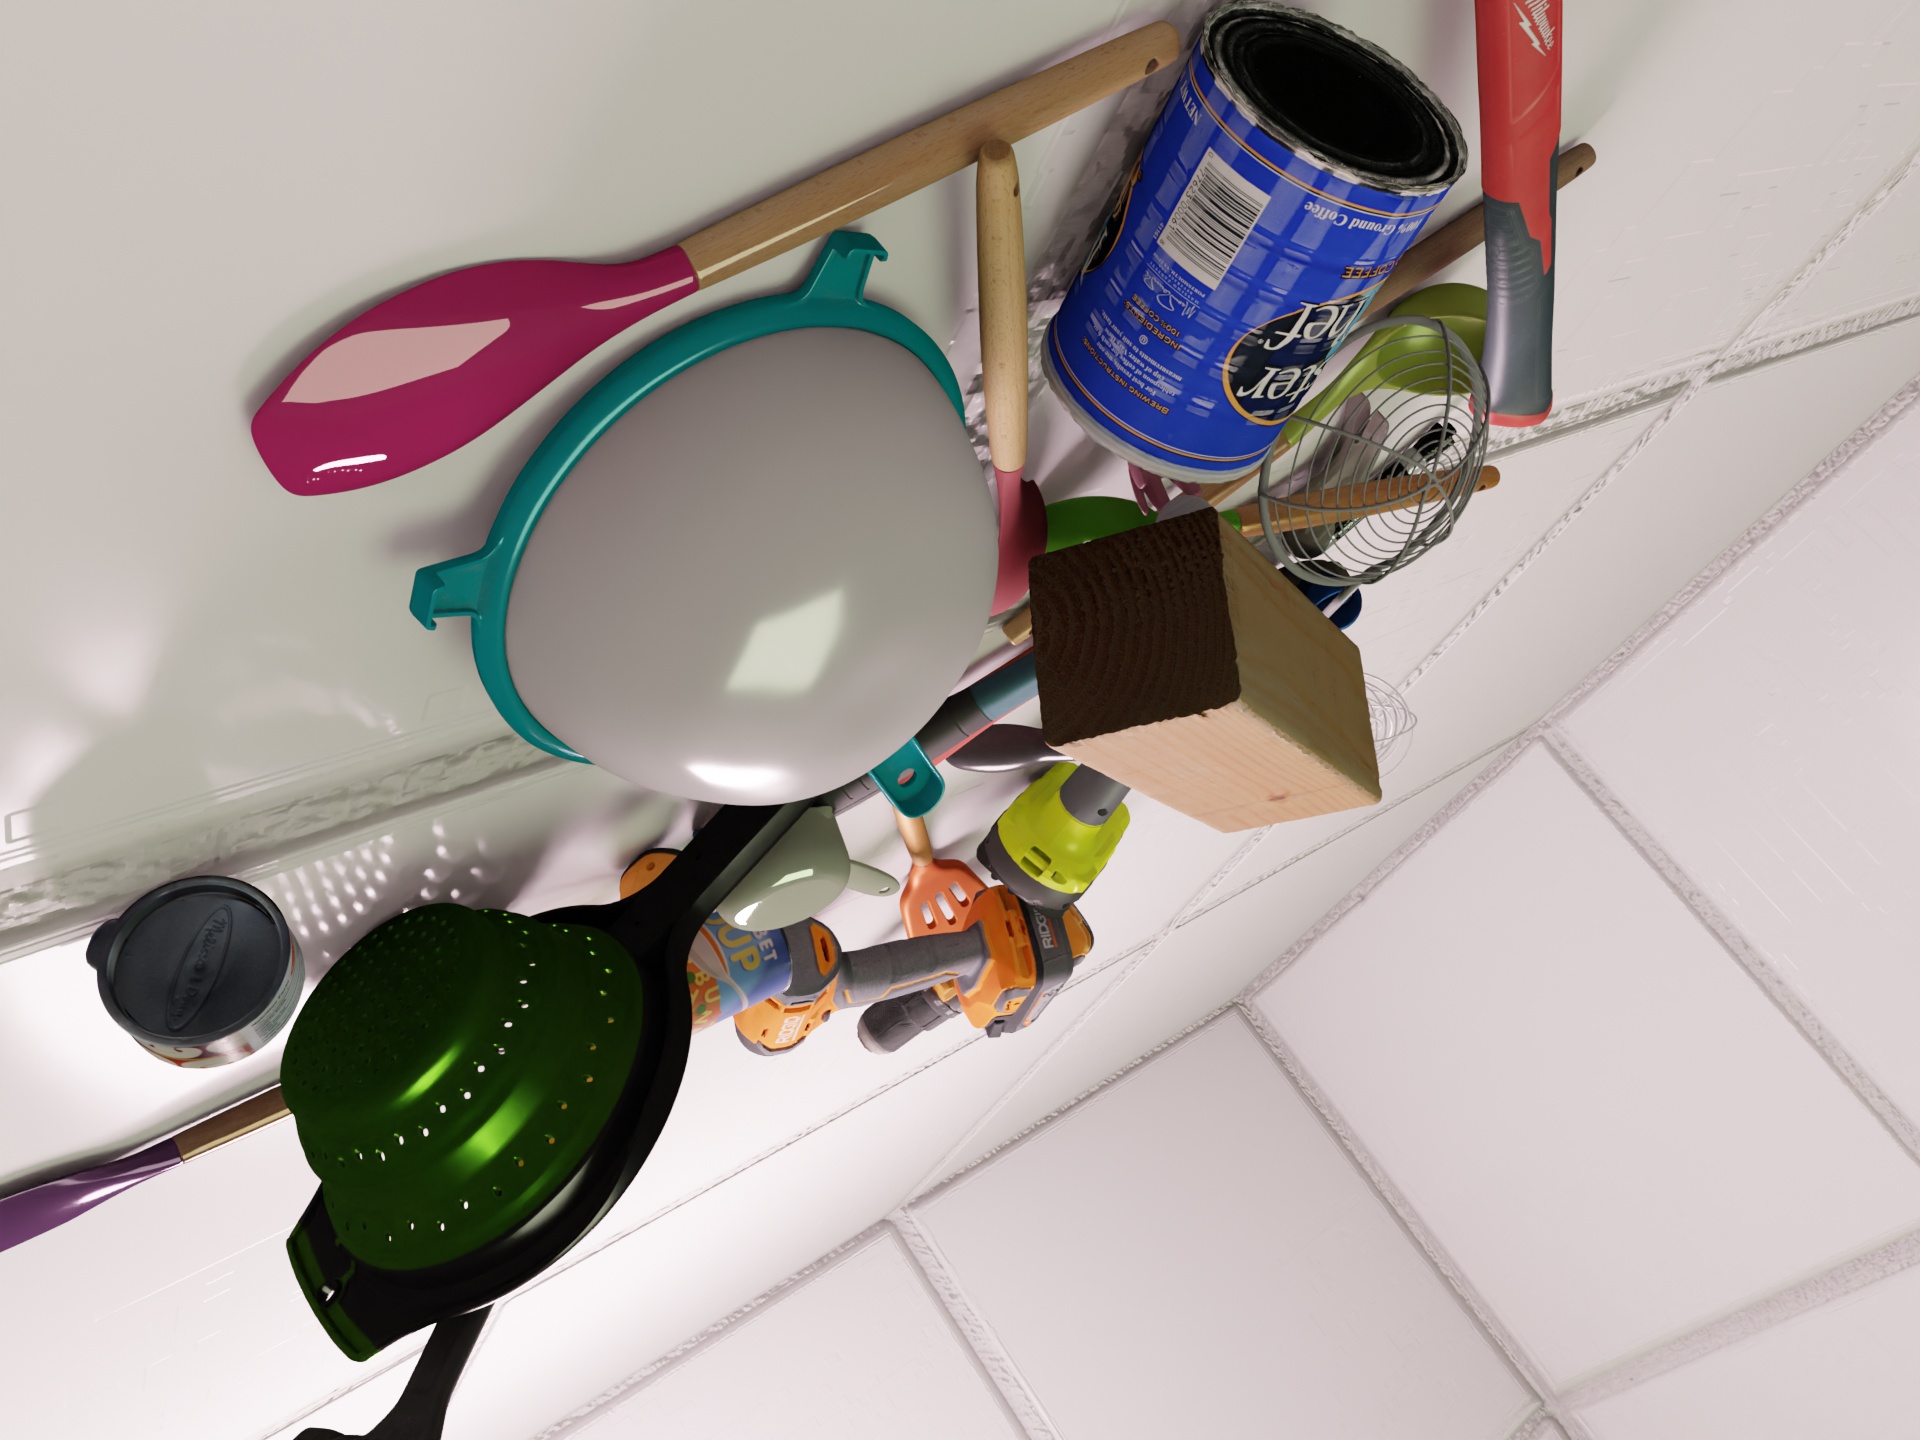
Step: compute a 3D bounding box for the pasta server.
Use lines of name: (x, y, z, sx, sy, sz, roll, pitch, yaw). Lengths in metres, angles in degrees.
pasta server: (0.204, -0.204, 0.795, 0.316, 0.040, 0.060, -34, 152, -12)

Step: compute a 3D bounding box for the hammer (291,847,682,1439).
hammer: (-0.186, 0.196, 0.736, 0.127, 0.337, 0.034, -8, 133, 29)

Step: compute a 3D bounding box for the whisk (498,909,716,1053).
whisk: (-0.171, 0.114, 0.872, 0.239, 0.055, 0.055, -31, 161, -30)

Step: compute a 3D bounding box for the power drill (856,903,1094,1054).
power drill: (0.016, 0.211, 1.348, 0.185, 0.084, 0.226, -39, 166, 9)

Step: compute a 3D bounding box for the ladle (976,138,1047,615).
ladle: (0.018, -0.121, 0.640, 0.315, 0.031, 0.069, 83, 27, -69)

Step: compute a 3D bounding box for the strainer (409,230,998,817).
strainer: (-0.042, -0.011, 0.629, 0.211, 0.095, 0.340, -41, 150, -5)

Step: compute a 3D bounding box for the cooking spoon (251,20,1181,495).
cooking spoon: (-0.061, -0.149, 0.486, 0.319, 0.017, 0.068, -31, 159, -16)

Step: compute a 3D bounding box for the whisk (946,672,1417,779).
whisk: (0.121, 0.010, 0.933, 0.284, 0.070, 0.070, -4, 172, 21)

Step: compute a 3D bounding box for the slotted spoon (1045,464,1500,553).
slotted spoon: (0.168, -0.110, 0.851, 0.313, 0.031, 0.070, -12, 152, -24)

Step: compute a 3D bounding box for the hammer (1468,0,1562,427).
hammer: (0.249, -0.249, 0.674, 0.143, 0.038, 0.386, -38, 151, 1)

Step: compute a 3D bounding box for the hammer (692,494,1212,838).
hammer: (-0.001, -0.003, 0.833, 0.331, 0.033, 0.128, -30, 155, 10)

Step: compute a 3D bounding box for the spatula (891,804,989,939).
spatula: (-0.023, 0.094, 1.093, 0.081, 0.041, 0.322, -33, 160, -8)

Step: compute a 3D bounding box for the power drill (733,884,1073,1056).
power drill: (-0.051, 0.187, 1.132, 0.226, 0.084, 0.164, -4, 150, -20)

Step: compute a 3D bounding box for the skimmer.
skimmer: (0.182, -0.085, 0.849, 0.127, 0.090, 0.363, -32, 169, -11)

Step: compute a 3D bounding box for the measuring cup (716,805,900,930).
measuring cup: (-0.073, 0.092, 0.865, 0.083, 0.038, 0.167, -33, 152, 17)

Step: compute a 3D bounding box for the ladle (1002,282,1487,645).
ladle: (0.161, -0.131, 0.869, 0.320, 0.062, 0.078, -36, 150, 5)

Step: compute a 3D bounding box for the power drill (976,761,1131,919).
power drill: (0.115, 0.021, 1.087, 0.223, 0.080, 0.171, -54, 173, 35)

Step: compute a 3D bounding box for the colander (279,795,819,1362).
colander: (-0.177, 0.091, 0.730, 0.397, 0.205, 0.094, -48, 129, -16)

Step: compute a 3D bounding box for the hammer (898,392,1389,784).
hammer: (0.096, -0.066, 0.935, 0.359, 0.037, 0.149, -32, 161, -15)

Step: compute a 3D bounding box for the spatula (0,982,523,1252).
spatula: (-0.358, 0.198, 0.780, 0.316, 0.018, 0.059, -22, 156, -34)
